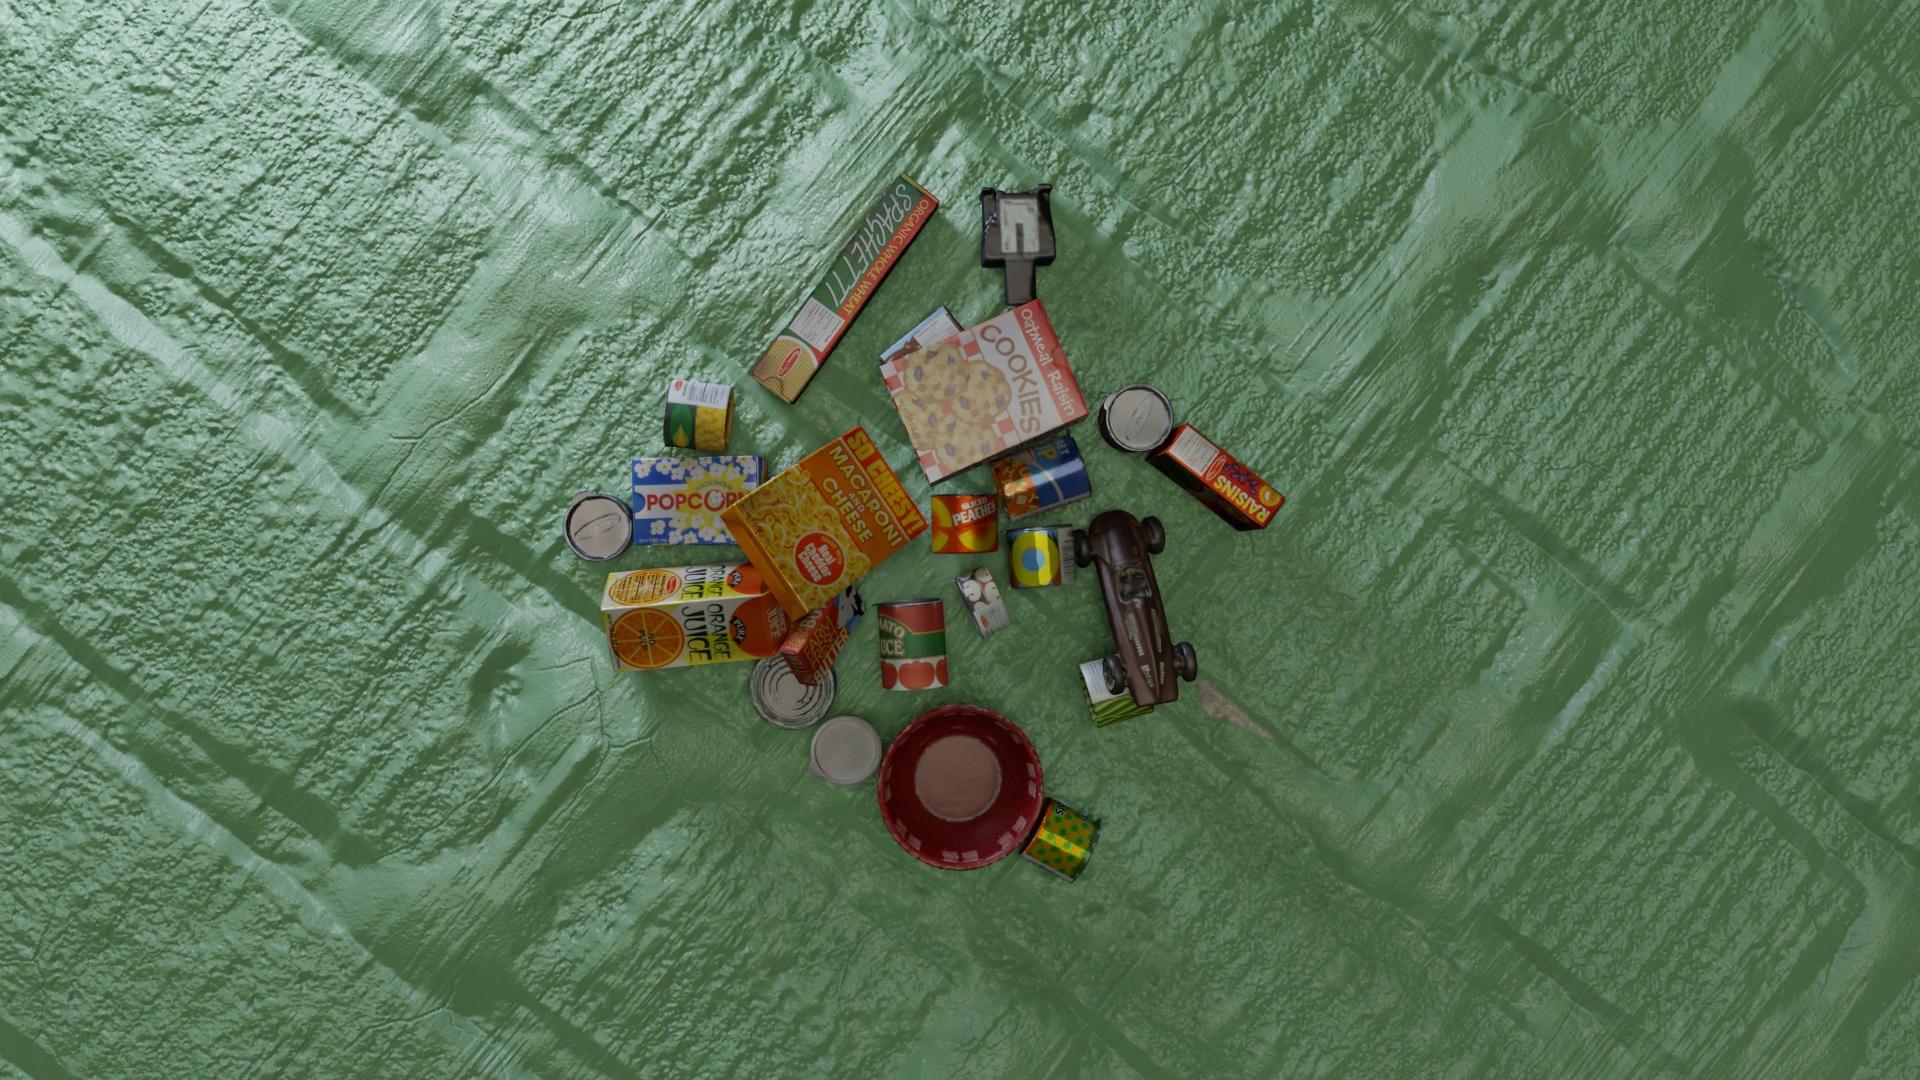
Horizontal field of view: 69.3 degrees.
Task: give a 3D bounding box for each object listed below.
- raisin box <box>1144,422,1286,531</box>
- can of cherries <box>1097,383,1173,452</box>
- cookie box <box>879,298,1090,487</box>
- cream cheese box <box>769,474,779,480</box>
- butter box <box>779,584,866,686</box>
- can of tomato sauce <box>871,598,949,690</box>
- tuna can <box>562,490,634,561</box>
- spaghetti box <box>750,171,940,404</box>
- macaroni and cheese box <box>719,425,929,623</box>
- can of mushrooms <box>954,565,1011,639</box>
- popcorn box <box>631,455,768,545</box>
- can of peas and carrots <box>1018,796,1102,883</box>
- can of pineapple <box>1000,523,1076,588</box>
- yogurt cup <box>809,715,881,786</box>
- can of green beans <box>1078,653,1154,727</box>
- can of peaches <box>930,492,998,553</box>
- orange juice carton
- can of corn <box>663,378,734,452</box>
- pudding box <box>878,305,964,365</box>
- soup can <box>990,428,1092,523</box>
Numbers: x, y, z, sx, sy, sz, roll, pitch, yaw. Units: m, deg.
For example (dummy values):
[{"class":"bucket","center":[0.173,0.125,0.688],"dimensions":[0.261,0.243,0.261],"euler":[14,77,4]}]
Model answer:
[{"class":"raisin box","center":[0.249,-0.061,1.360],"dimensions":[0.123,0.086,0.040],"euler":[37,84,-3]},{"class":"can of cherries","center":[0.170,-0.121,1.368],"dimensions":[0.071,0.058,0.071],"euler":[0,92,-3]},{"class":"cookie box","center":[0.023,-0.141,1.330],"dimensions":[0.167,0.040,0.123],"euler":[-23,86,-2]},{"class":"cream cheese box","center":[-0.161,-0.013,1.365],"dimensions":[0.053,0.024,0.103],"euler":[0,91,-4]},{"class":"butter box","center":[-0.130,0.085,1.330],"dimensions":[0.024,0.053,0.104],"euler":[7,49,30]},{"class":"can of tomato sauce","center":[-0.048,0.101,1.352],"dimensions":[0.071,0.071,0.083],"euler":[-4,92,-3]},{"class":"tuna can","center":[-0.351,-0.015,1.349],"dimensions":[0.071,0.033,0.071],"euler":[0,91,-4]},{"class":"spaghetti box","center":[-0.112,-0.246,1.363],"dimensions":[0.050,0.028,0.250],"euler":[36,88,-3]},{"class":"macaroni and cheese box","center":[-0.127,-0.018,1.318],"dimensions":[0.167,0.040,0.123],"euler":[-37,95,-37]},{"class":"can of mushrooms","center":[0.021,0.058,1.358],"dimensions":[0.033,0.071,0.071],"euler":[-24,92,-2]},{"class":"popcorn box","center":[-0.250,-0.038,1.342],"dimensions":[0.127,0.038,0.085],"euler":[-1,91,7]},{"class":"can of peas and carrots","center":[0.098,0.292,1.365],"dimensions":[0.059,0.071,0.071],"euler":[28,89,-3]},{"class":"can of pineapple","center":[0.077,0.015,1.361],"dimensions":[0.071,0.071,0.058],"euler":[-5,92,-3]},{"class":"yogurt cup","center":[-0.111,0.201,1.356],"dimensions":[0.072,0.054,0.072],"euler":[0,91,-4]},{"class":"can of green beans","center":[0.152,0.145,1.366],"dimensions":[0.058,0.071,0.071],"euler":[-16,92,-2]},{"class":"can of peaches","center":[0.005,-0.017,1.353],"dimensions":[0.071,0.071,0.058],"euler":[-1,92,-4]},{"class":"orange juice carton","center":[-0.238,0.069,1.326],"dimensions":[0.193,0.073,0.071],"euler":[-5,119,-3]},{"class":"can of corn","center":[-0.252,-0.118,1.339],"dimensions":[0.058,0.071,0.071],"euler":[6,91,-4]},{"class":"pudding box","center":[-0.034,-0.187,1.368],"dimensions":[0.084,0.030,0.049],"euler":[-39,94,-2]},{"class":"soup can","center":[0.077,-0.063,1.358],"dimensions":[0.084,0.071,0.071],"euler":[-19,92,-3]}]
